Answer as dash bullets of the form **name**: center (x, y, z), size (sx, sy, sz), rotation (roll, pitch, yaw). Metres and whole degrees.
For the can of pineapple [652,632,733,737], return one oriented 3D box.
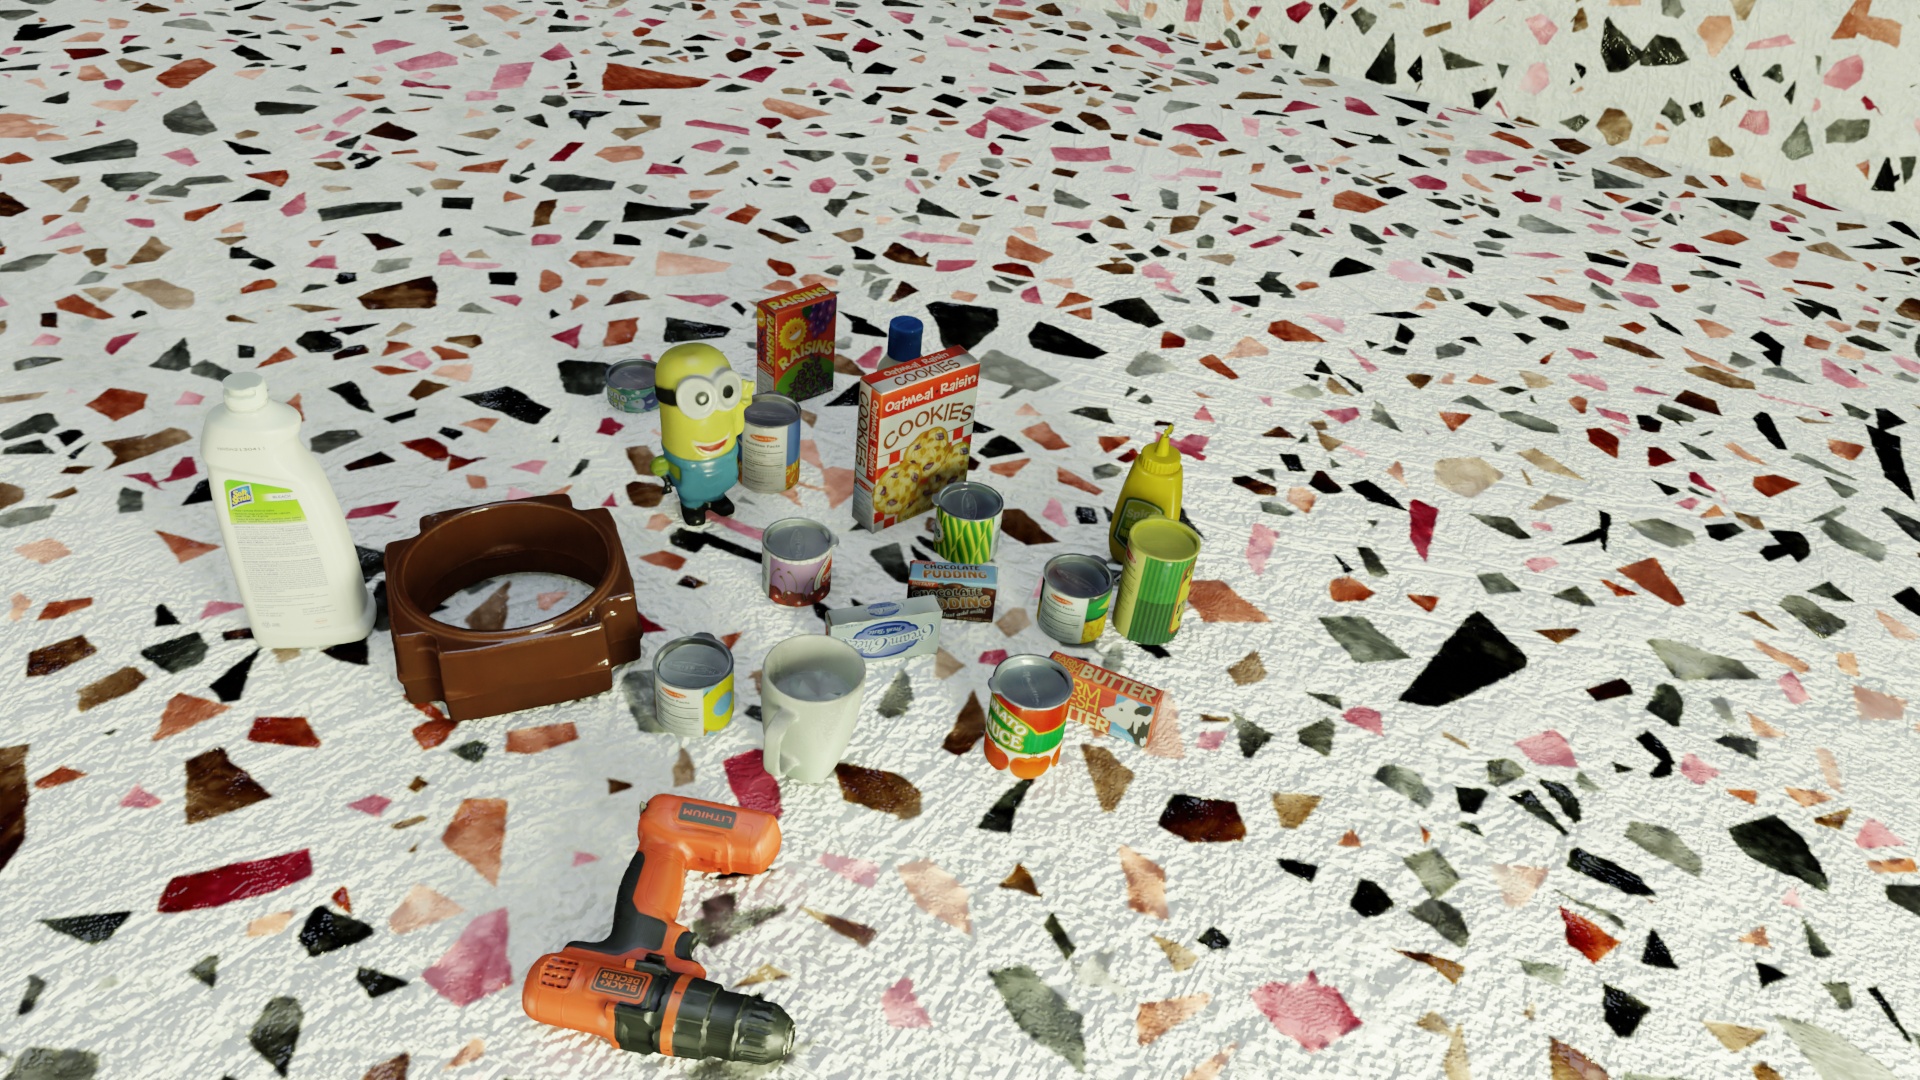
- **can of pineapple**: center (-0.222, 0.121, 1.162), size (0.071, 0.057, 0.071), rotation (4, 37, -3)

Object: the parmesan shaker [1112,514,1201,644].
- **parmesan shaker**: center (0.182, 0.037, 1.298), size (0.071, 0.102, 0.072), rotation (4, 37, -3)

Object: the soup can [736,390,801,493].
- **soup can**: center (-0.198, -0.102, 1.436), size (0.071, 0.083, 0.072), rotation (4, 37, -3)

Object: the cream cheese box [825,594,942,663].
- **cream cheese box**: center (-0.070, 0.082, 1.241), size (0.104, 0.053, 0.024), rotation (-8, 39, -18)

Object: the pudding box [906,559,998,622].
- **pudding box**: center (-0.008, 0.047, 1.299), size (0.084, 0.049, 0.030), rotation (5, 37, -2)

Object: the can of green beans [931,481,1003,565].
- **can of green beans**: center (0.007, -0.017, 1.378), size (0.071, 0.057, 0.071), rotation (4, 37, -3)

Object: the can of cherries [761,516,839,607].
- **can of cherries**: center (-0.151, 0.021, 1.304), size (0.071, 0.058, 0.072), rotation (4, 37, -3)

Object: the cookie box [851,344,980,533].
- **cookie box**: center (-0.046, -0.102, 1.391), size (0.123, 0.166, 0.040), rotation (-23, 46, -33)

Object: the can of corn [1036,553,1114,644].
- **can of corn**: center (0.108, 0.053, 1.302), size (0.071, 0.058, 0.071), rotation (4, 37, -3)

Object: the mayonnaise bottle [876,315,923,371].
- **mayonnaise bottle**: center (-0.063, -0.169, 1.492), size (0.041, 0.147, 0.065), rotation (34, 45, 31)

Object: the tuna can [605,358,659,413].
- **tuna can**: center (-0.362, -0.171, 1.543), size (0.071, 0.032, 0.071), rotation (4, 37, -3)

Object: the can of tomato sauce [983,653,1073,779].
- **can of tomato sauce**: center (0.054, 0.147, 1.151), size (0.071, 0.082, 0.071), rotation (4, 37, -3)

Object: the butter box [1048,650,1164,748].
- **butter box**: center (0.120, 0.137, 1.199), size (0.103, 0.052, 0.024), rotation (20, 39, 17)

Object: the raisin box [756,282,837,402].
- **raisin box**: center (-0.184, -0.218, 1.558), size (0.086, 0.122, 0.040), rotation (-24, 47, -34)

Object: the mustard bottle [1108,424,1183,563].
- **mustard bottle**: center (0.186, -0.045, 1.359), size (0.065, 0.159, 0.049), rotation (18, 39, 15)
